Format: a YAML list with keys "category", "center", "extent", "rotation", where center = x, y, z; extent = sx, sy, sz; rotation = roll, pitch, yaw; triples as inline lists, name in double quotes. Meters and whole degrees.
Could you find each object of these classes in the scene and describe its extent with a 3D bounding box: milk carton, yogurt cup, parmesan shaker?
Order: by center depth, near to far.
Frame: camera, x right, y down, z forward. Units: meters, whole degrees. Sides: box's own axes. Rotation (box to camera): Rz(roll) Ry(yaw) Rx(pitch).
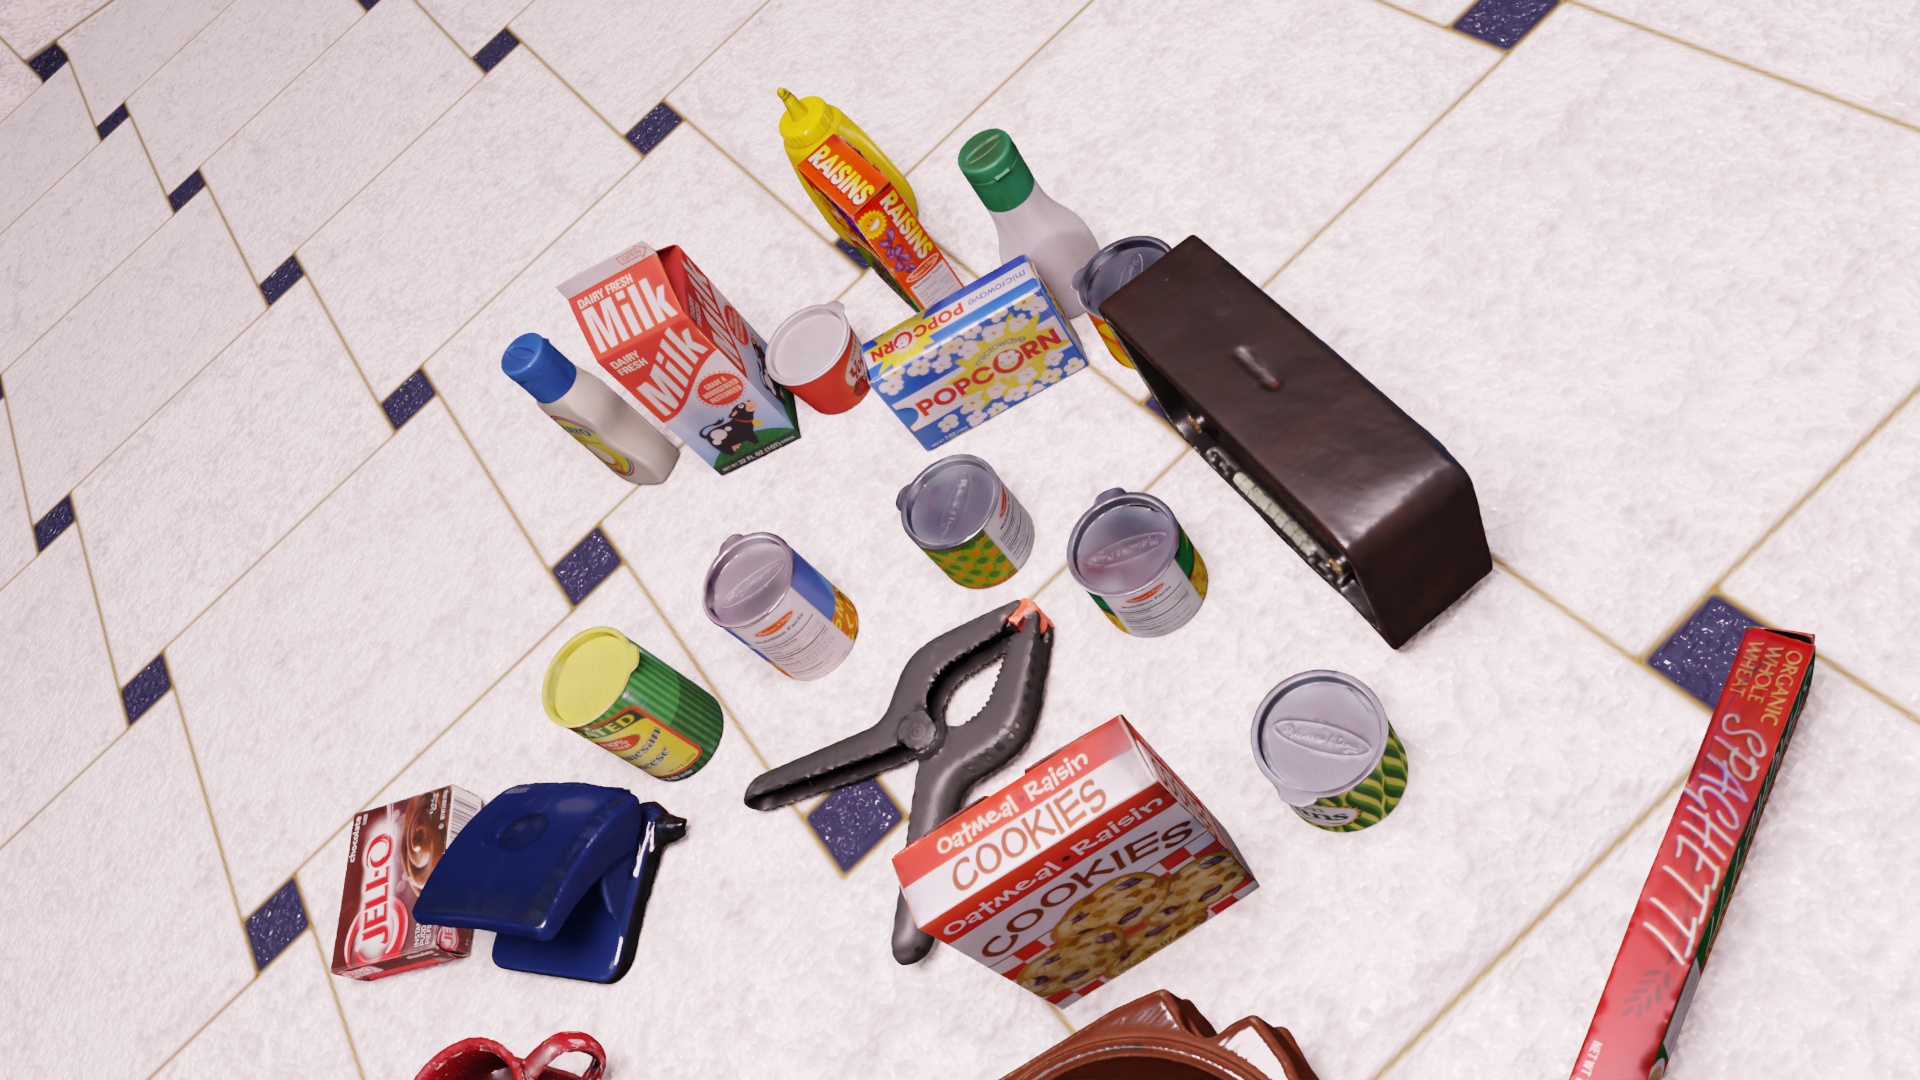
- category: "parmesan shaker"
  center: [-0.202, 0.104, 0.875]
  extent: [0.071, 0.103, 0.071]
  rotation: [-14, 56, 21]
- category: "milk carton"
  center: [-0.191, -0.132, 0.959]
  extent: [0.072, 0.190, 0.074]
  rotation: [-25, 53, 14]
- category: "yogurt cup"
  center: [-0.097, -0.126, 0.992]
  extent: [0.072, 0.053, 0.073]
  rotation: [-14, 56, 21]

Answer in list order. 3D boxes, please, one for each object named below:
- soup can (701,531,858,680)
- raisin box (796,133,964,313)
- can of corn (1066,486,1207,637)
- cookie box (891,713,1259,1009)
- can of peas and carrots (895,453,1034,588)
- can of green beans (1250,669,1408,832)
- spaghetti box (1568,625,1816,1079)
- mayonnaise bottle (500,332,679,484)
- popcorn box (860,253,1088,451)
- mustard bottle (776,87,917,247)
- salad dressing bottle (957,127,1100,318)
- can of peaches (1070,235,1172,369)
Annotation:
- category: "soup can"
  center: [-0.113, 0.041, 0.878]
  extent: [0.071, 0.083, 0.071]
  rotation: [-14, 56, 21]
- category: "raisin box"
  center: [-0.053, -0.219, 0.980]
  extent: [0.040, 0.123, 0.086]
  rotation: [-41, 50, 1]
- category: "can of corn"
  center: [0.101, 0.013, 0.794]
  extent: [0.071, 0.058, 0.071]
  rotation: [-14, 56, 21]
- category: "cookie box"
  center: [0.060, 0.157, 0.657]
  extent: [0.123, 0.167, 0.040]
  rotation: [-34, 51, 7]
- category: "can of peas and carrots"
  center: [0.003, -0.011, 0.862]
  extent: [0.071, 0.058, 0.071]
  rotation: [-14, 56, 21]
- category: "can of green beans"
  center: [0.184, 0.106, 0.691]
  extent: [0.071, 0.057, 0.071]
  rotation: [-14, 56, 21]
- category: "spaghetti box"
  center: [0.312, 0.153, 0.597]
  extent: [0.029, 0.050, 0.251]
  rotation: [19, 72, 36]
- category: "mayonnaise bottle"
  center: [-0.270, -0.094, 1.006]
  extent: [0.065, 0.147, 0.041]
  rotation: [13, 69, 34]
- category: "popcorn box"
  center: [0.010, -0.121, 0.910]
  extent: [0.126, 0.085, 0.038]
  rotation: [-28, 52, 11]
- category: "mustard bottle"
  center: [-0.090, -0.276, 1.012]
  extent: [0.049, 0.159, 0.065]
  rotation: [34, 81, 39]
- category: "salad dressing bottle"
  center: [0.046, -0.204, 0.901]
  extent: [0.064, 0.147, 0.044]
  rotation: [-37, 51, 5]
- category: "can of peaches"
  center: [0.113, -0.151, 0.889]
  extent: [0.071, 0.058, 0.071]
  rotation: [-14, 56, 21]
